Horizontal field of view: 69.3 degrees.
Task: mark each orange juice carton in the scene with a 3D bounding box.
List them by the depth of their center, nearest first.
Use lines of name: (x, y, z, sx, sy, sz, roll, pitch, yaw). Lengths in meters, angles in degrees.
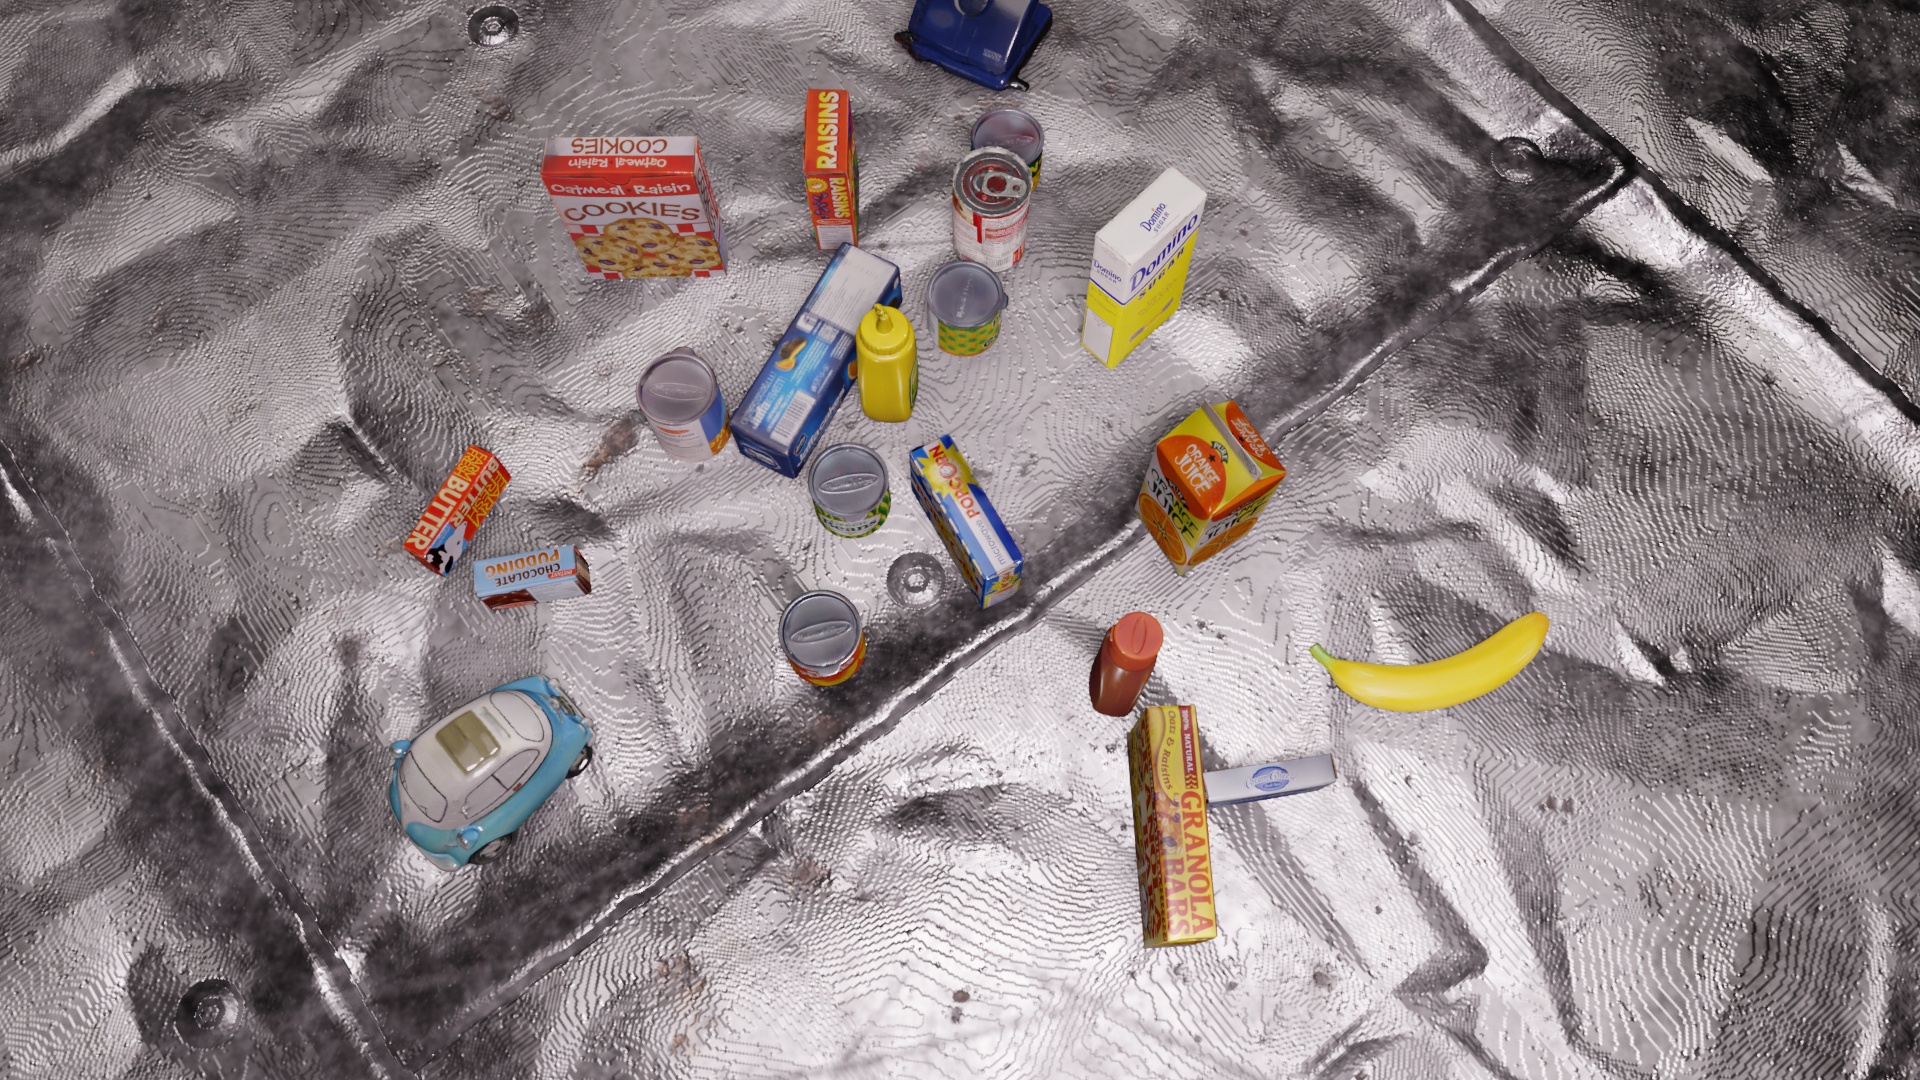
orange juice carton: (0.195, -0.045, 1.089, 0.073, 0.192, 0.072, -30, 74, -10)

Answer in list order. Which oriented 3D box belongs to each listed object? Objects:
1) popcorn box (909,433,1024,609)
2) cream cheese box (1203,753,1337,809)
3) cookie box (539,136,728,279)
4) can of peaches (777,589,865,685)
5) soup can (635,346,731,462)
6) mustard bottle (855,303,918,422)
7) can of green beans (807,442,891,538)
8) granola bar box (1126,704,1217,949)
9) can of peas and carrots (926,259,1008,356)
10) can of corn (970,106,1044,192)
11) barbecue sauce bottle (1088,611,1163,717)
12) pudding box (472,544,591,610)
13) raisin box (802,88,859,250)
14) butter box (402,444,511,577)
popcorn box: (0.004, -0.014, 1.133, 0.038, 0.085, 0.127, -28, 73, -9)
cream cheese box: (0.235, 0.188, 1.081, 0.104, 0.053, 0.024, -8, 71, -3)
cookie box: (-0.271, -0.279, 1.179, 0.123, 0.167, 0.040, -1, 71, -1)
can of peaches: (-0.110, 0.081, 1.113, 0.071, 0.058, 0.071, 0, 71, 0)
soup can: (-0.230, -0.113, 1.166, 0.071, 0.083, 0.071, 0, 71, 0)
mustard bottle: (-0.060, -0.151, 1.140, 0.049, 0.159, 0.065, 5, 71, 1)
can of green beans: (-0.091, -0.041, 1.156, 0.071, 0.057, 0.071, 0, 71, 0)
granola bar box: (0.156, 0.215, 1.033, 0.039, 0.124, 0.166, -2, 71, -1)
can of peas and carrots: (0.006, -0.201, 1.212, 0.071, 0.058, 0.071, 0, 71, 0)
can of corn: (0.042, -0.347, 1.264, 0.071, 0.058, 0.071, 0, 71, 0)
barbecue sauce bottle: (0.127, 0.091, 1.064, 0.044, 0.148, 0.065, 11, 72, 4)
pudding box: (-0.349, 0.031, 1.133, 0.084, 0.049, 0.030, -10, 72, -4)
raisin box: (-0.113, -0.324, 1.220, 0.040, 0.123, 0.086, 0, 71, 0)
butter box: (-0.415, -0.025, 1.150, 0.024, 0.053, 0.104, 26, 73, 8)
